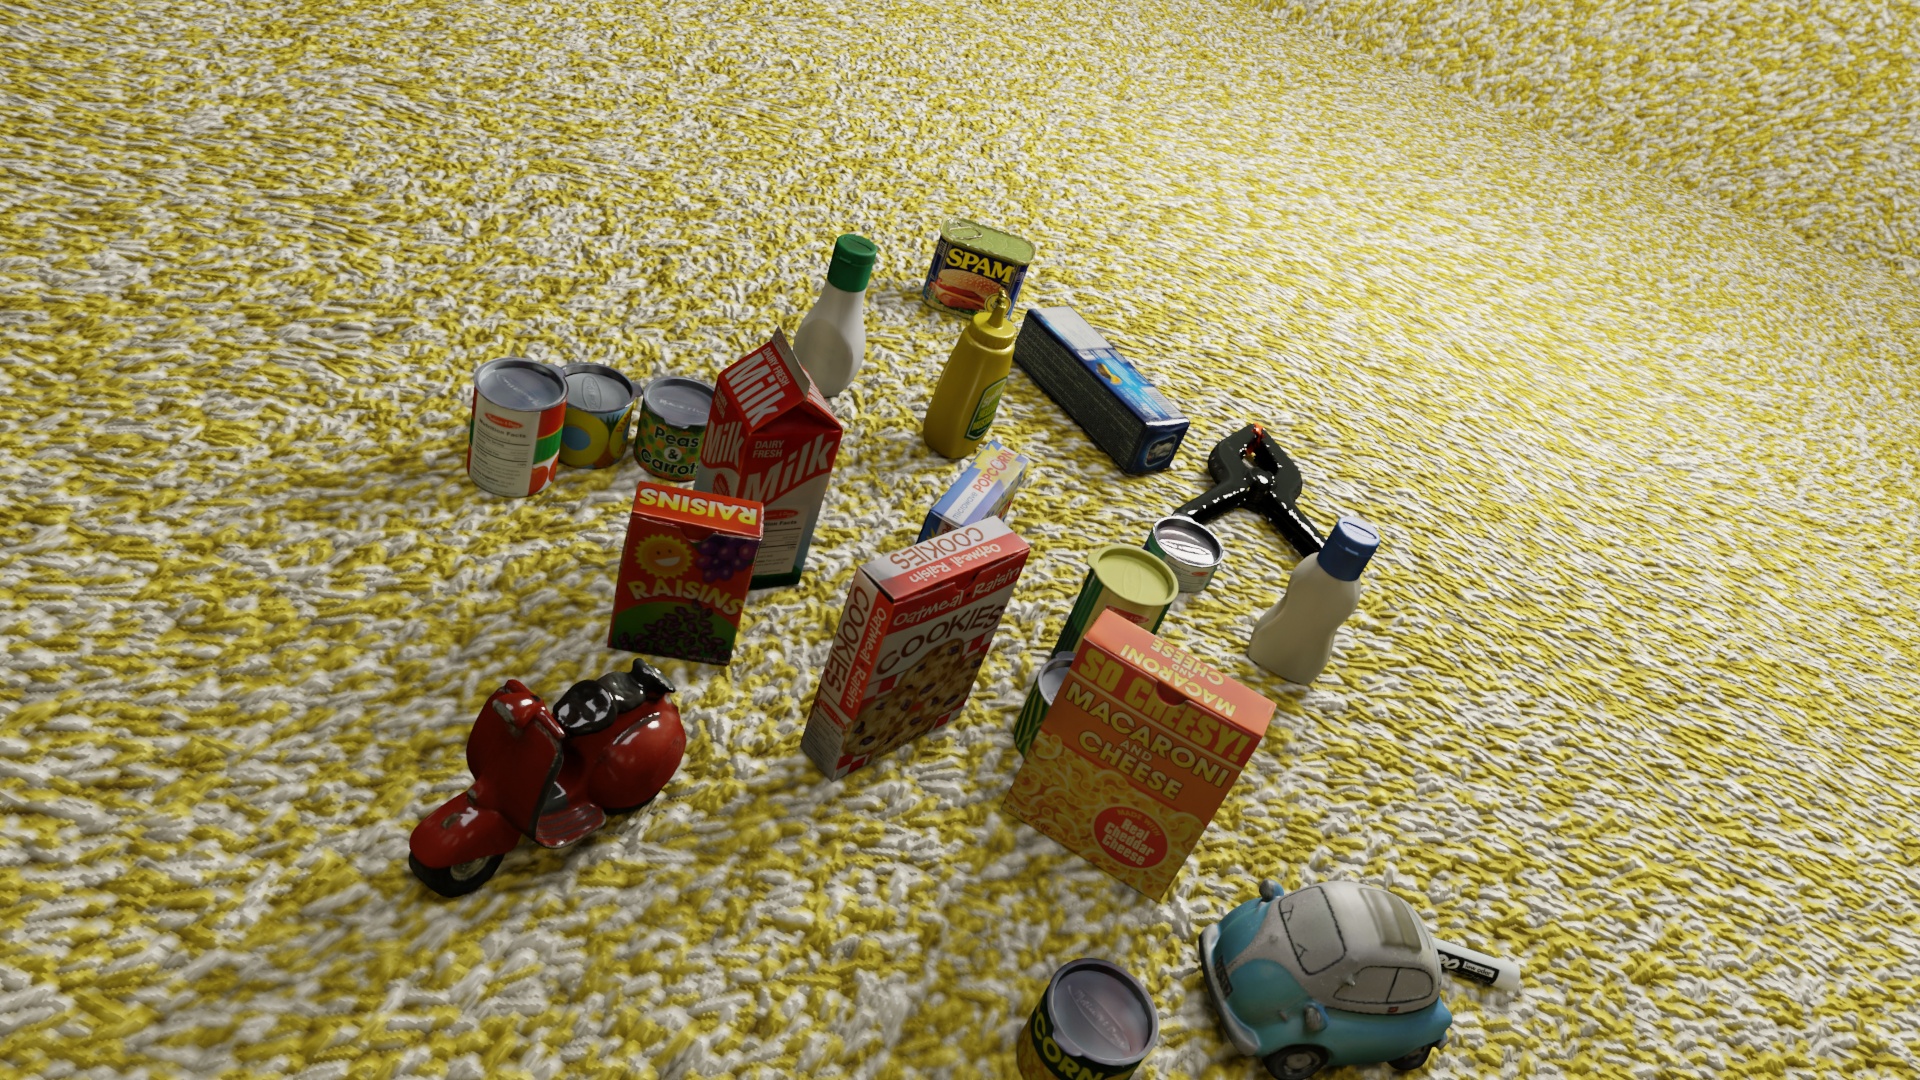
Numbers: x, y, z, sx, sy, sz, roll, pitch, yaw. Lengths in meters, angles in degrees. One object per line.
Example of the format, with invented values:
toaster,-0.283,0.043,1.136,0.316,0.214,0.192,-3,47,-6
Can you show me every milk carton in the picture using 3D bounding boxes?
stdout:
milk carton,-0.141,-0.057,1.002,0.073,0.189,0.072,-5,44,-30

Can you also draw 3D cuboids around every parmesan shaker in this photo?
parmesan shaker,0.112,0.062,1.046,0.071,0.102,0.072,13,38,-10

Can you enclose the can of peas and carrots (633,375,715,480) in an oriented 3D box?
can of peas and carrots,-0.225,-0.088,1.109,0.071,0.058,0.071,13,38,-10

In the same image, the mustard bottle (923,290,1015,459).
mustard bottle,0.014,-0.146,1.211,0.049,0.159,0.065,34,39,17

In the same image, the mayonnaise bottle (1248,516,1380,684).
mayonnaise bottle,0.286,0.047,1.109,0.065,0.147,0.041,26,37,6

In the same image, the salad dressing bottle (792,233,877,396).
salad dressing bottle,-0.108,-0.198,1.227,0.064,0.146,0.044,28,37,9

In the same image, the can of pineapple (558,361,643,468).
can of pineapple,-0.290,-0.098,1.091,0.071,0.057,0.071,13,38,-10

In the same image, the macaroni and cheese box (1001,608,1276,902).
macaroni and cheese box,0.111,0.141,0.894,0.124,0.165,0.040,29,38,11

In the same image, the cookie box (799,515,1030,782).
cookie box,-0.030,0.071,0.914,0.123,0.166,0.040,-21,54,-42

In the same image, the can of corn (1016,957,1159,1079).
can of corn,0.070,0.283,0.788,0.071,0.058,0.071,13,38,-10

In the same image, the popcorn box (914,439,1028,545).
popcorn box,0.004,-0.014,1.103,0.038,0.084,0.127,28,37,9

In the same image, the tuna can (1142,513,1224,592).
tuna can,0.192,0.010,1.205,0.071,0.032,0.071,13,38,-10

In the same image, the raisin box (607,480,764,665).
raisin box,-0.186,0.024,0.935,0.086,0.122,0.040,11,38,-13

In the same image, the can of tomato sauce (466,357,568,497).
can of tomato sauce,-0.330,-0.085,1.036,0.071,0.082,0.071,13,38,-10

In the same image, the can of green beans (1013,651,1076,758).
can of green beans,0.077,0.126,0.987,0.071,0.057,0.071,13,38,-10
